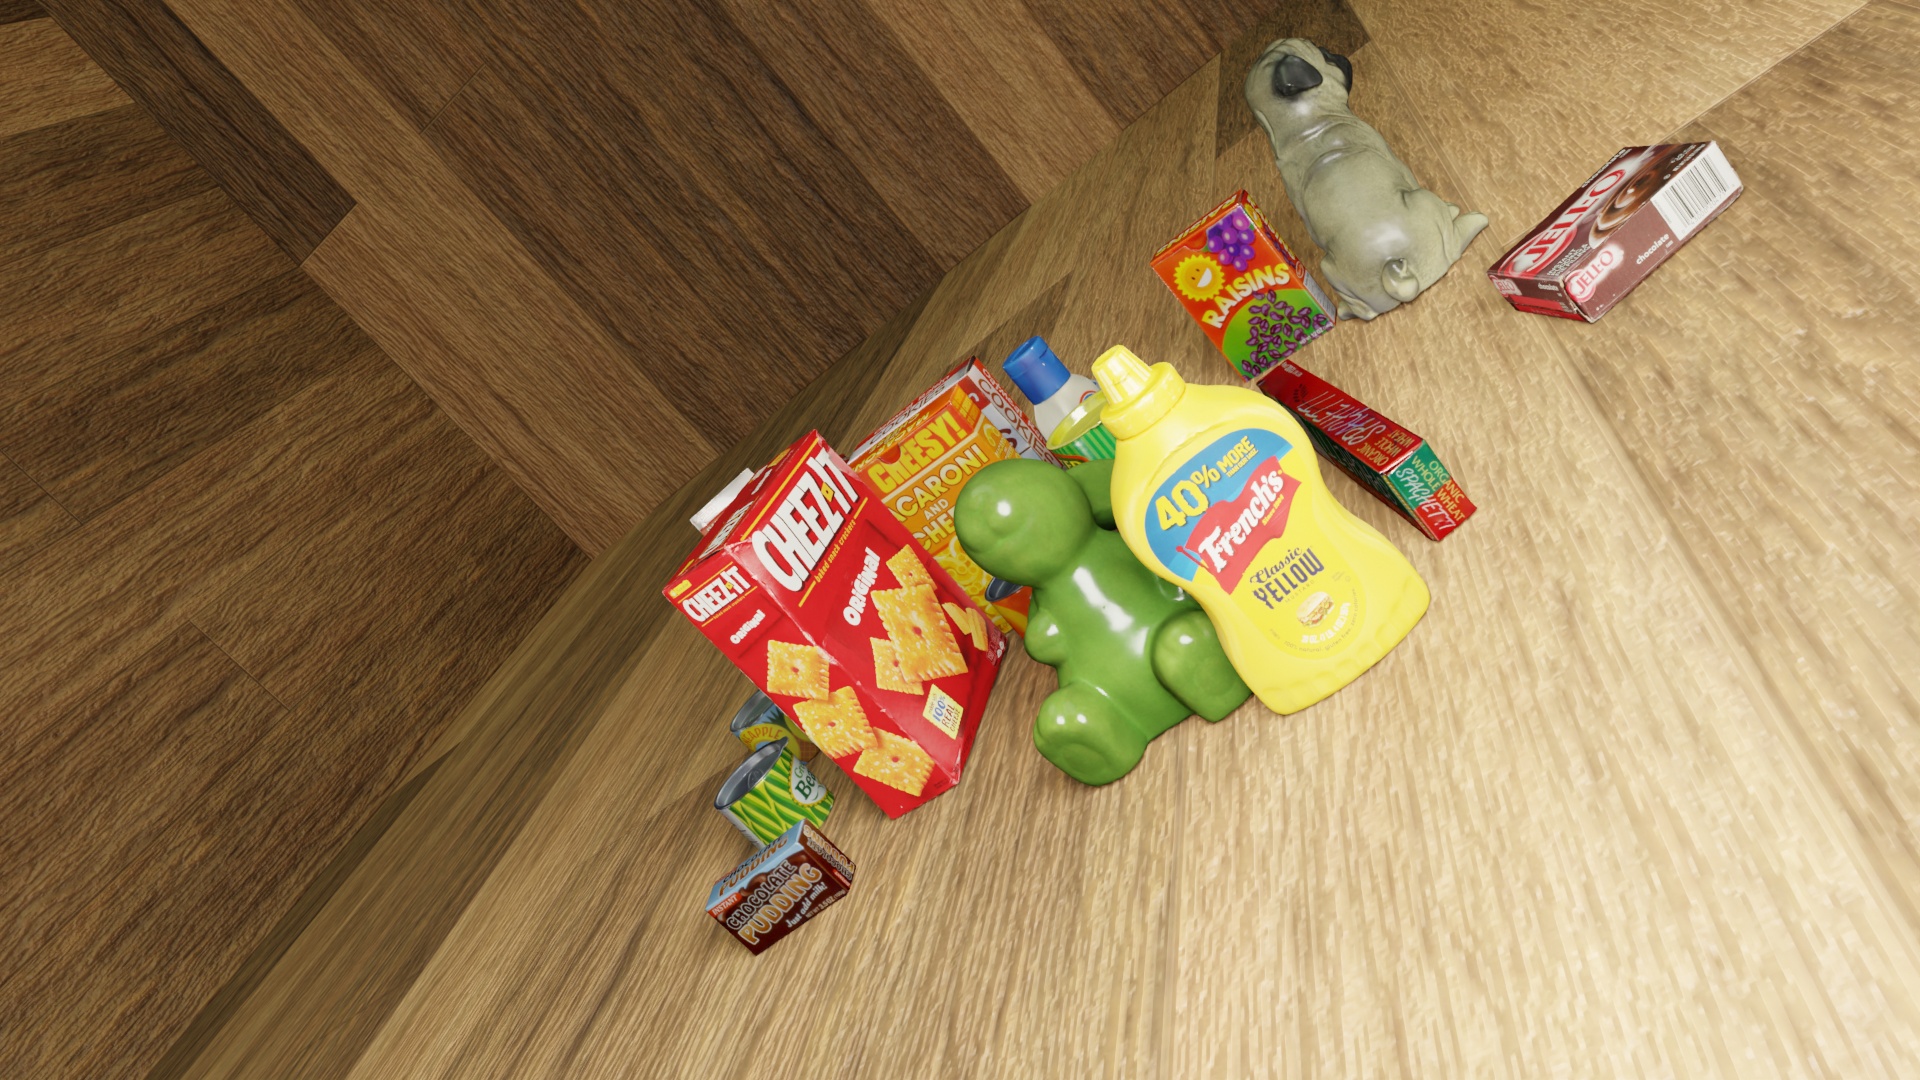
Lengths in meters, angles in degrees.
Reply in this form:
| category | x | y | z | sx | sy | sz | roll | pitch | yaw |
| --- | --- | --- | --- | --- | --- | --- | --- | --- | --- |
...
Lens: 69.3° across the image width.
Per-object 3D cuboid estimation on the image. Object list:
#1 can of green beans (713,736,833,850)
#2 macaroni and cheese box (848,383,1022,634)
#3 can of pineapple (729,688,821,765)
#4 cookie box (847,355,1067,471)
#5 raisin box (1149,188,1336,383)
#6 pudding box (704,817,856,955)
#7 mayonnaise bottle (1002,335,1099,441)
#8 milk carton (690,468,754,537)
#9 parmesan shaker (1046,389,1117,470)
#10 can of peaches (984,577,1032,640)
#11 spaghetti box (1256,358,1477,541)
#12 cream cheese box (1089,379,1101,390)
| category | x | y | z | sx | sy | sz | roll | pitch | yaw |
| --- | --- | --- | --- | --- | --- | --- | --- | --- | --- |
| can of green beans | -0.134 | 0.188 | 1.002 | 0.071 | 0.057 | 0.071 | -39 | 15 | 12 |
| macaroni and cheese box | 0.004 | -0.013 | 1.010 | 0.123 | 0.166 | 0.040 | -35 | 16 | 24 |
| can of pineapple | -0.146 | 0.152 | 1.134 | 0.071 | 0.058 | 0.071 | -39 | 15 | 12 |
| cookie box | 0.015 | -0.038 | 1.051 | 0.122 | 0.167 | 0.040 | -35 | 16 | 25 |
| raisin box | 0.218 | -0.195 | 1.070 | 0.086 | 0.123 | 0.040 | -32 | 17 | 33 |
| pudding box | -0.114 | 0.219 | 0.878 | 0.083 | 0.049 | 0.030 | -37 | 15 | 17 |
| mayonnaise bottle | 0.091 | -0.085 | 1.030 | 0.041 | 0.148 | 0.065 | -27 | 20 | 45 |
| milk carton | -0.150 | 0.027 | 1.243 | 0.072 | 0.190 | 0.073 | -43 | 14 | -6 |
| parmesan shaker | 0.117 | -0.047 | 0.945 | 0.071 | 0.103 | 0.071 | -39 | 15 | 12 |
| can of peaches | 0.060 | 0.038 | 0.935 | 0.071 | 0.058 | 0.071 | -39 | 15 | 12 |
| spaghetti box | 0.226 | -0.059 | 0.804 | 0.028 | 0.050 | 0.251 | -40 | 15 | 9 |
| cream cheese box | 0.127 | -0.113 | 1.208 | 0.024 | 0.053 | 0.104 | -43 | 15 | -4 |
